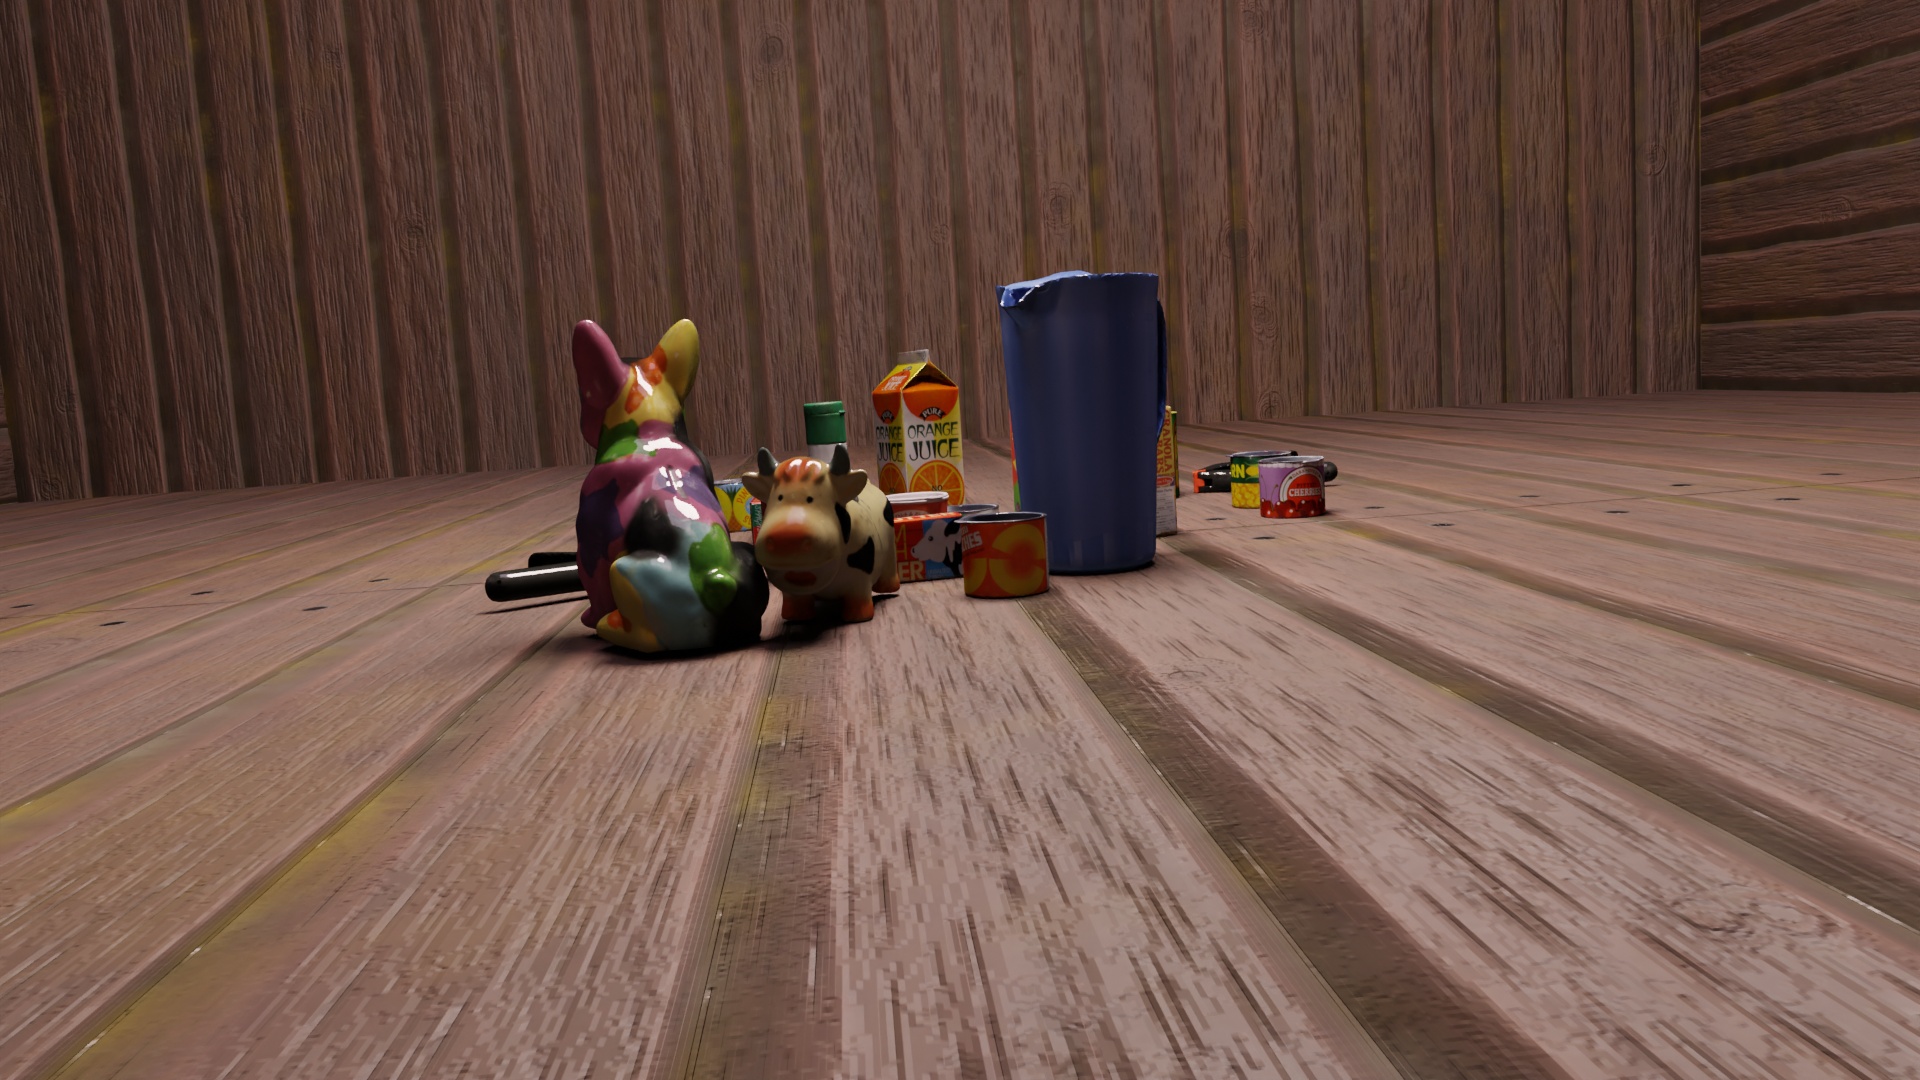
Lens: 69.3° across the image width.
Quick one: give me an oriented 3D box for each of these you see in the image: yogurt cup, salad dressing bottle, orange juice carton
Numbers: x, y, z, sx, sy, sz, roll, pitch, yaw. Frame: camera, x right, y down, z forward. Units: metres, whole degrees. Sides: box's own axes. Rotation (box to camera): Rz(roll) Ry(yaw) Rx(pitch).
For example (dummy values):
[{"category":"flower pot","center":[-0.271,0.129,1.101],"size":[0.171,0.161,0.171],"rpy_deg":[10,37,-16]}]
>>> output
[{"category":"yogurt cup","center":[-0.044,-0.017,1.322],"size":[0.072,0.054,0.072],"rpy_deg":[-4,7,1]},{"category":"salad dressing bottle","center":[-0.120,-0.054,1.278],"size":[0.044,0.147,0.064],"rpy_deg":[-2,7,18]},{"category":"orange juice carton","center":[-0.046,-0.111,1.523],"size":[0.073,0.192,0.072],"rpy_deg":[-7,7,-29]}]

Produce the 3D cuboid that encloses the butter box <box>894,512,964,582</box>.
[{"category":"butter box","center":[-0.048,0.008,1.134],"size":[0.104,0.053,0.024],"rpy_deg":[-5,7,-14]}]

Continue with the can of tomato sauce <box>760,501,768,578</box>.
[{"category":"can of tomato sauce","center":[-0.137,-0.010,1.196],"size":[0.071,0.083,0.071],"rpy_deg":[-4,7,1]}]

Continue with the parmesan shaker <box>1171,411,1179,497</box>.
[{"category":"parmesan shaker","center":[0.227,-0.101,1.666],"size":[0.071,0.103,0.071],"rpy_deg":[-4,7,1]}]

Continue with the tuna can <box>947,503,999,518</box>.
[{"category":"tuna can","center":[0.005,-0.017,1.388],"size":[0.071,0.032,0.071],"rpy_deg":[-4,7,1]}]

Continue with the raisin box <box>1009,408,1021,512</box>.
[{"category":"raisin box","center":[0.096,-0.085,1.522],"size":[0.040,0.123,0.086],"rpy_deg":[-8,8,-33]}]

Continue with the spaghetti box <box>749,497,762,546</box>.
[{"category":"spaghetti box","center":[-0.206,-0.030,1.525],"size":[0.029,0.050,0.250],"rpy_deg":[-4,7,-4]}]

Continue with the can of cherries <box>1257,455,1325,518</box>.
[{"category":"can of cherries","center":[0.338,-0.055,1.414],"size":[0.071,0.058,0.071],"rpy_deg":[-4,7,1]}]

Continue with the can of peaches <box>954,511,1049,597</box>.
[{"category":"can of peaches","center":[0.031,0.010,1.050],"size":[0.071,0.058,0.071],"rpy_deg":[-4,7,1]}]

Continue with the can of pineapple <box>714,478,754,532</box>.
[{"category":"can of pineapple","center":[-0.262,-0.041,1.612],"size":[0.071,0.057,0.071],"rpy_deg":[-4,7,1]}]

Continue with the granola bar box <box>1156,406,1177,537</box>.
[{"category":"granola bar box","center":[0.140,-0.070,1.370],"size":[0.039,0.124,0.165],"rpy_deg":[-8,8,-35]}]

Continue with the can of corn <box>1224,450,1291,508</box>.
[{"category":"can of corn","center":[0.326,-0.067,1.518],"size":[0.071,0.058,0.071],"rpy_deg":[-4,7,1]}]
